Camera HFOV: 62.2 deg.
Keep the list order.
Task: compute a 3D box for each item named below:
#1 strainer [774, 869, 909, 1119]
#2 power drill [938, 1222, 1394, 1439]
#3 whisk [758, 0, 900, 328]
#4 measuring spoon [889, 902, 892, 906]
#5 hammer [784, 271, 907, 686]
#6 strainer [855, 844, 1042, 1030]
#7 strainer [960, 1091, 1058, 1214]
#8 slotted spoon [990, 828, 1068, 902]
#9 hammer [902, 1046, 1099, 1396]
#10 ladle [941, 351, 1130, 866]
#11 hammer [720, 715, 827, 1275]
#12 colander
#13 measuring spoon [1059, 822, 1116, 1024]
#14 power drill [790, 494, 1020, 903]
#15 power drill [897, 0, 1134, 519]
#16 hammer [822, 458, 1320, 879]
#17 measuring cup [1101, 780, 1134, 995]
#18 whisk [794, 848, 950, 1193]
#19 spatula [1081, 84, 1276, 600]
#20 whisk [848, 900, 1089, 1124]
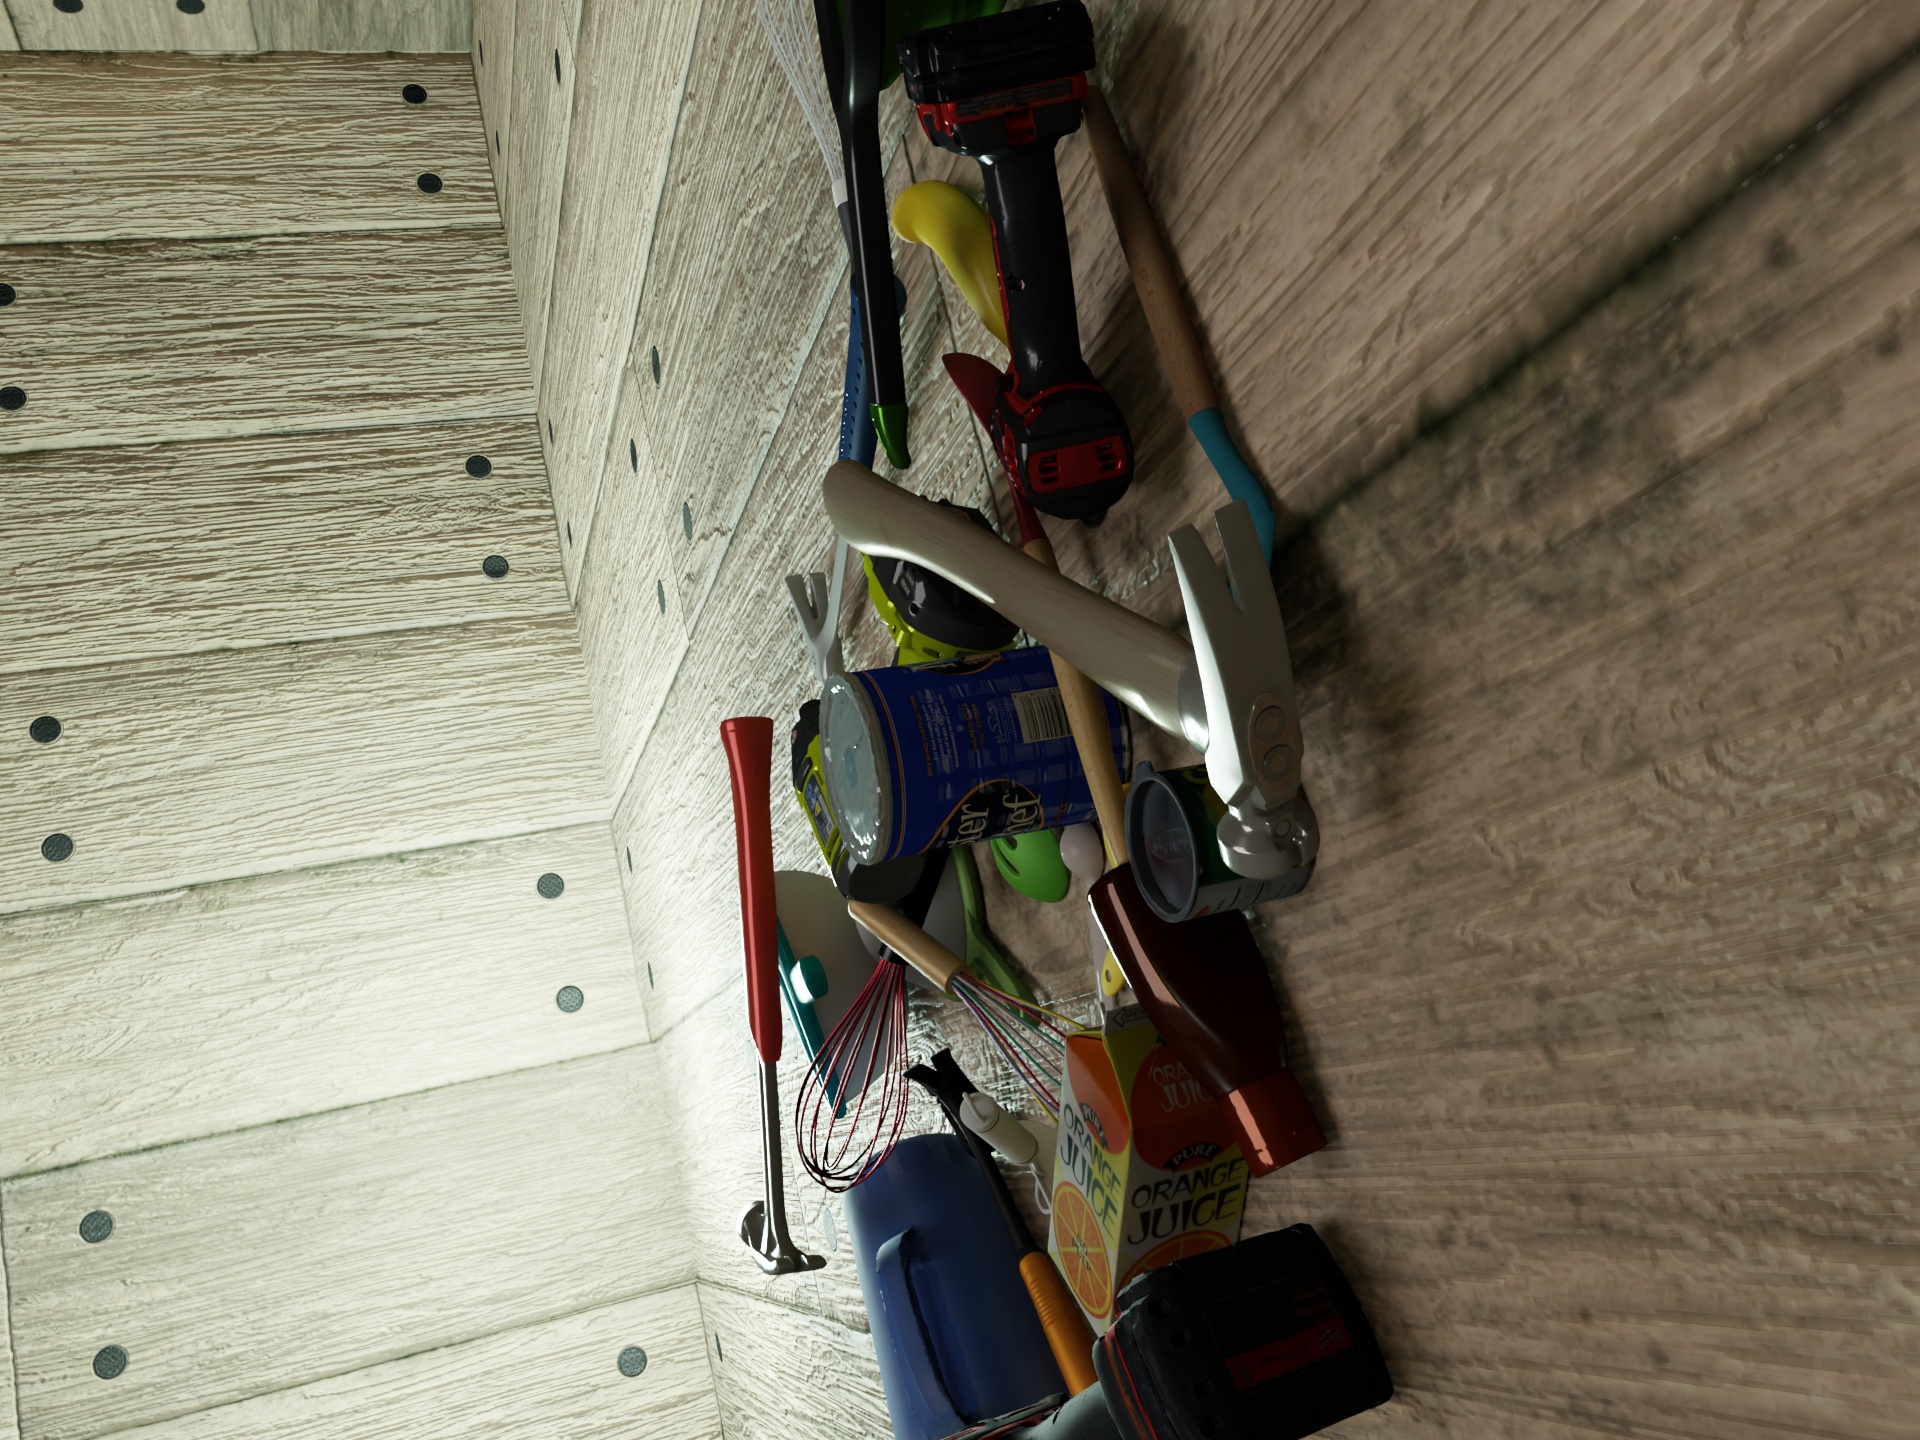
[{"bbox_3d":[-0.087,0.187,1.199,0.340,0.095,0.211,125,124,-76],"label":"strainer"},{"bbox_3d":[0.096,0.320,0.742,0.226,0.187,0.080,-52,52,40],"label":"power drill"},{"bbox_3d":[-0.082,-0.383,1.060,0.070,0.070,0.284,172,85,-70],"label":"whisk"},{"bbox_3d":[-0.028,0.074,1.058,0.128,0.021,0.042,-51,48,23],"label":"measuring spoon"},{"bbox_3d":[-0.083,-0.159,1.147,0.405,0.035,0.144,105,150,-55],"label":"hammer"},{"bbox_3d":[-0.022,0.148,1.088,0.257,0.069,0.151,-137,43,-62],"label":"strainer"},{"bbox_3d":[0.039,0.243,0.898,0.087,0.050,0.258,62,-178,29],"label":"strainer"},{"bbox_3d":[-0.002,-0.003,1.037,0.070,0.031,0.314,97,157,-43],"label":"slotted spoon"},{"bbox_3d":[0.057,0.355,0.966,0.337,0.034,0.127,59,178,40],"label":"hammer"},{"bbox_3d":[0.045,-0.070,0.831,0.031,0.069,0.316,-25,63,22],"label":"ladle"},{"bbox_3d":[-0.129,0.174,1.048,0.149,0.036,0.359,150,117,-70],"label":"hammer"},{"bbox_3d":[-0.019,-0.334,0.829,0.205,0.094,0.397,-123,27,-74],"label":"colander"},{"bbox_3d":[0.072,0.117,0.896,0.034,0.018,0.124,-177,79,-70],"label":"measuring spoon"},{"bbox_3d":[-0.046,-0.022,0.991,0.223,0.080,0.171,-66,33,30],"label":"power drill"},{"bbox_3d":[0.031,-0.214,0.750,0.143,0.078,0.219,-103,0,-68],"label":"power drill"},{"bbox_3d":[0.020,-0.073,0.735,0.411,0.038,0.146,38,149,56],"label":"hammer"},{"bbox_3d":[0.084,0.095,0.832,0.062,0.029,0.156,-118,30,-42],"label":"measuring cup"},{"bbox_3d":[-0.047,0.173,1.039,0.073,0.073,0.296,36,112,63],"label":"whisk"},{"bbox_3d":[0.090,-0.154,0.699,0.082,0.044,0.318,101,156,-67],"label":"spatula"},{"bbox_3d":[0.010,0.167,0.936,0.245,0.051,0.047,32,115,40],"label":"whisk"}]
